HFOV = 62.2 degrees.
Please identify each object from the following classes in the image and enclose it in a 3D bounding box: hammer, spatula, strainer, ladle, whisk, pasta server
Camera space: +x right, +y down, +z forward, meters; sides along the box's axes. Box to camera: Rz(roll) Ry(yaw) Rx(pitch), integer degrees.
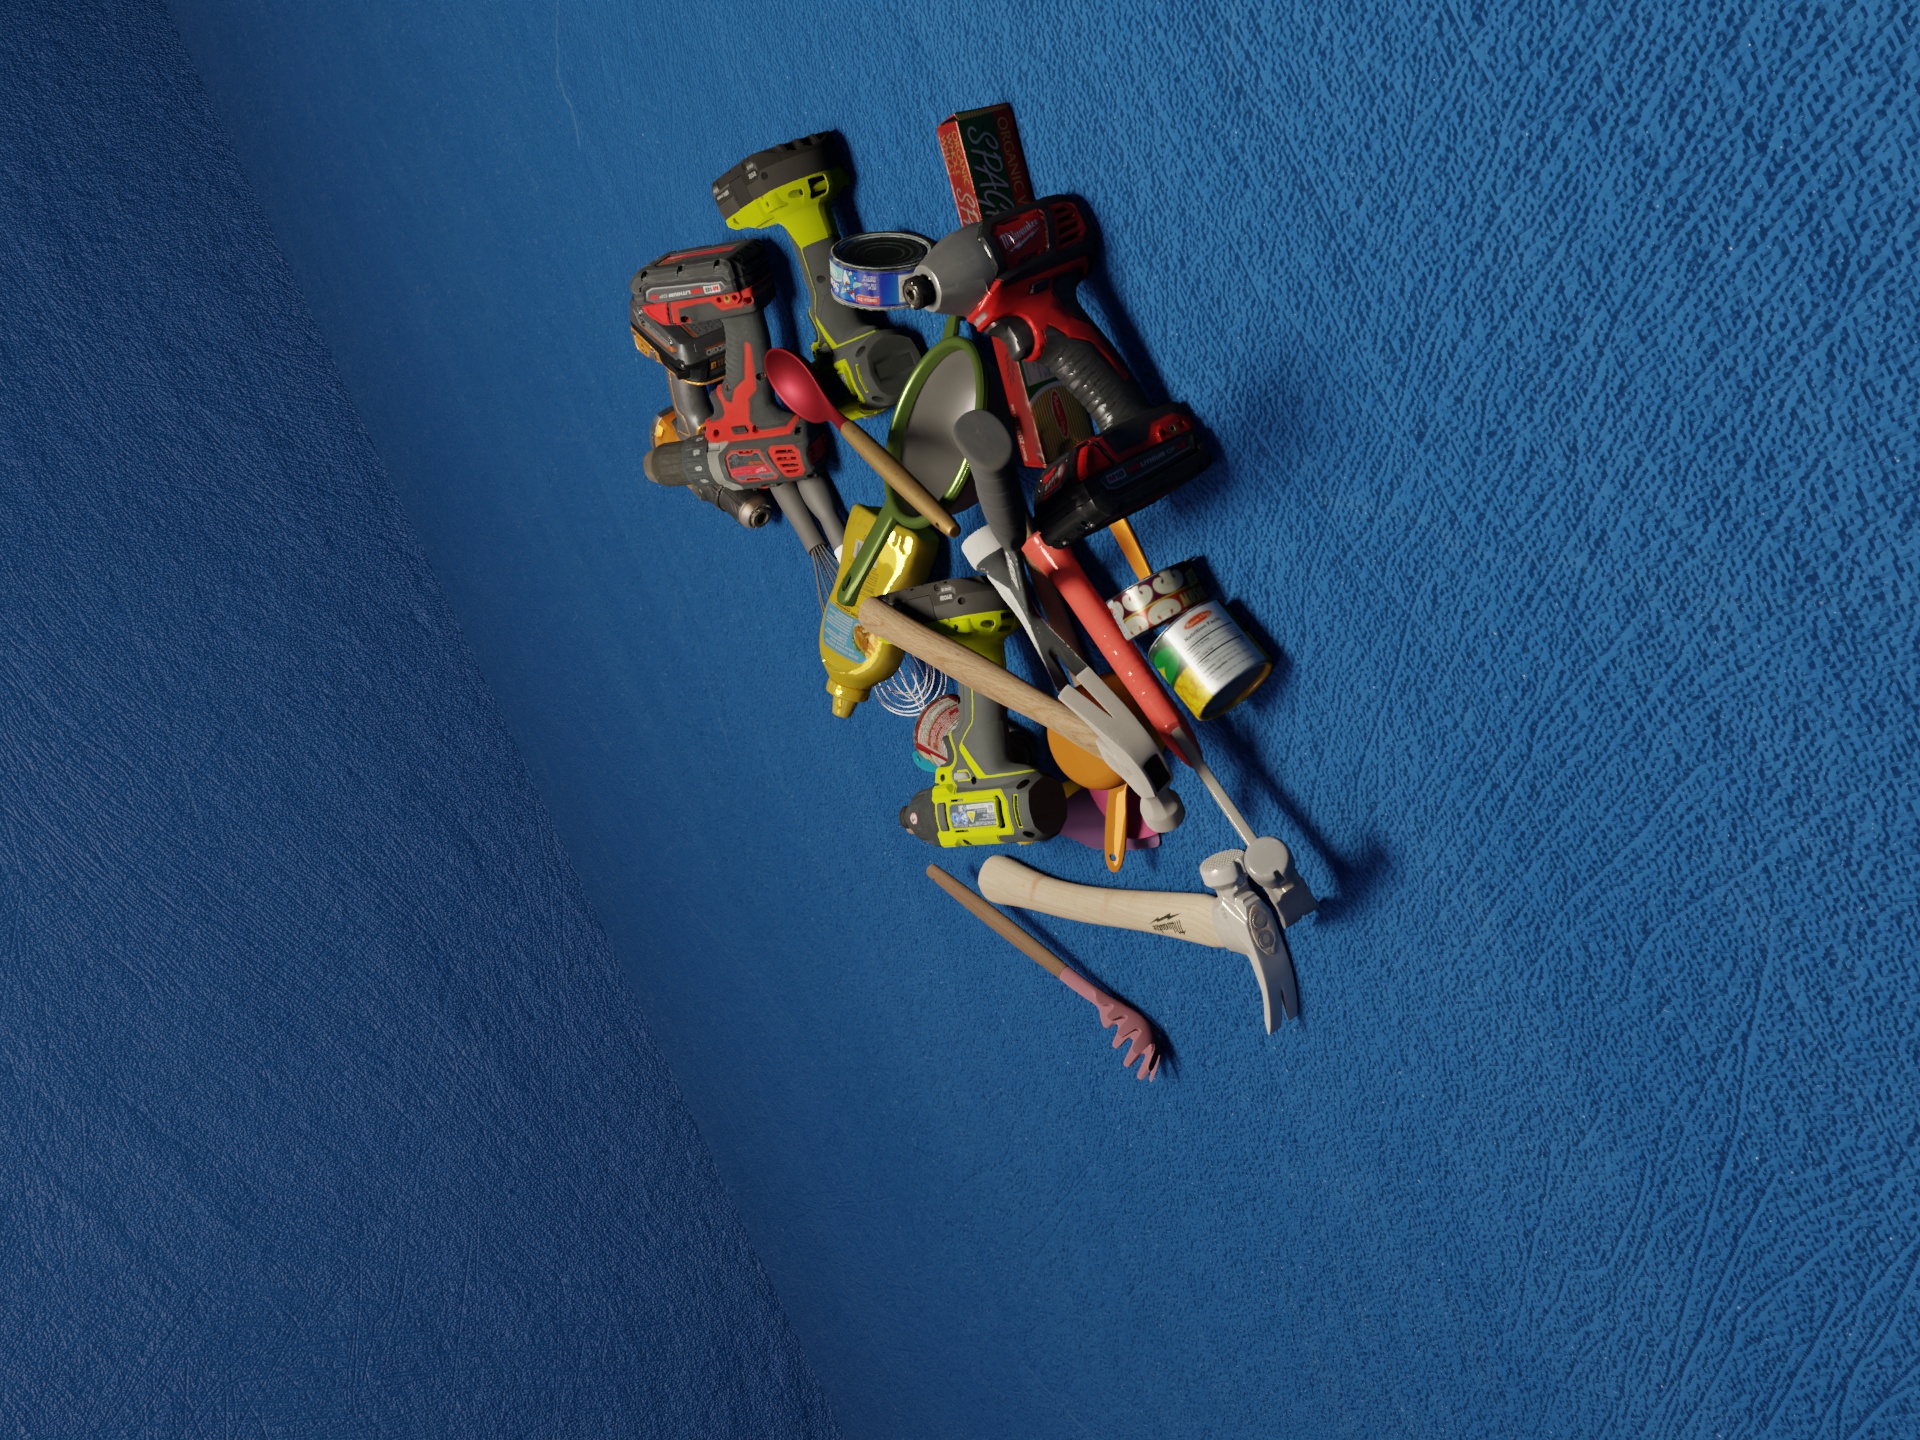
[{"bbox_3d":[0.035,-0.119,1.083,0.149,0.036,0.408,58,180,11],"label":"hammer"},{"bbox_3d":[0.055,0.090,1.423,0.316,0.018,0.059,-7,104,49],"label":"spatula"},{"bbox_3d":[-0.020,-0.181,1.265,0.256,0.069,0.152,-56,36,36],"label":"strainer"},{"bbox_3d":[-0.079,-0.220,1.254,0.316,0.031,0.069,48,162,44],"label":"ladle"},{"bbox_3d":[0.135,0.171,1.389,0.411,0.038,0.146,0,113,61],"label":"hammer"},{"bbox_3d":[-0.143,-0.171,1.588,0.239,0.055,0.055,62,153,16],"label":"whisk"},{"bbox_3d":[0.074,0.229,1.506,0.316,0.040,0.060,35,156,33],"label":"pasta server"},{"bbox_3d":[-0.093,-0.132,1.525,0.285,0.070,0.070,64,154,13],"label":"whisk"},{"bbox_3d":[0.031,-0.028,1.214,0.332,0.031,0.129,31,159,41],"label":"hammer"},{"bbox_3d":[0.149,-0.008,1.179,0.359,0.036,0.149,58,-175,27],"label":"hammer"}]

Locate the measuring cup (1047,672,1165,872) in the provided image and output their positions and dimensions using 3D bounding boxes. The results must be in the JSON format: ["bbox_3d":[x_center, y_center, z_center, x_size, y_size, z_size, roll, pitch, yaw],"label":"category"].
[{"bbox_3d":[0.111,0.050,1.268,0.095,0.052,0.173,16,117,38],"label":"measuring cup"}]

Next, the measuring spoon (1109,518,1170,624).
[{"bbox_3d":[0.126,-0.122,1.182,0.117,0.011,0.021,63,153,3],"label":"measuring spoon"}]

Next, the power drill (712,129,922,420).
[{"bbox_3d":[-0.126,-0.365,1.360,0.191,0.080,0.228,5,119,61],"label":"power drill"}]

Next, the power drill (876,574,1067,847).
[{"bbox_3d":[-0.002,-0.004,1.350,0.171,0.080,0.223,-8,91,44],"label":"power drill"}]

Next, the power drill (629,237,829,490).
[{"bbox_3d":[-0.236,-0.322,1.496,0.188,0.080,0.226,-3,120,21],"label":"power drill"}]

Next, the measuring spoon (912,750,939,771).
[{"bbox_3d":[-0.018,0.039,1.578,0.129,0.021,0.042,9,120,69],"label":"measuring spoon"}]

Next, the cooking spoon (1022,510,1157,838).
[{"bbox_3d":[0.092,-0.052,1.292,0.069,0.017,0.319,-18,96,44],"label":"cooking spoon"}]

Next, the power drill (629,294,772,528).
[{"bbox_3d":[-0.260,-0.317,1.638,0.185,0.084,0.226,45,151,29],"label":"power drill"}]

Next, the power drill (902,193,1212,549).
[{"bbox_3d":[0.060,-0.235,1.063,0.219,0.143,0.078,62,153,0],"label":"power drill"}]

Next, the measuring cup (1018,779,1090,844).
[{"bbox_3d":[0.075,0.076,1.419,0.062,0.029,0.156,63,154,2],"label":"measuring cup"}]
